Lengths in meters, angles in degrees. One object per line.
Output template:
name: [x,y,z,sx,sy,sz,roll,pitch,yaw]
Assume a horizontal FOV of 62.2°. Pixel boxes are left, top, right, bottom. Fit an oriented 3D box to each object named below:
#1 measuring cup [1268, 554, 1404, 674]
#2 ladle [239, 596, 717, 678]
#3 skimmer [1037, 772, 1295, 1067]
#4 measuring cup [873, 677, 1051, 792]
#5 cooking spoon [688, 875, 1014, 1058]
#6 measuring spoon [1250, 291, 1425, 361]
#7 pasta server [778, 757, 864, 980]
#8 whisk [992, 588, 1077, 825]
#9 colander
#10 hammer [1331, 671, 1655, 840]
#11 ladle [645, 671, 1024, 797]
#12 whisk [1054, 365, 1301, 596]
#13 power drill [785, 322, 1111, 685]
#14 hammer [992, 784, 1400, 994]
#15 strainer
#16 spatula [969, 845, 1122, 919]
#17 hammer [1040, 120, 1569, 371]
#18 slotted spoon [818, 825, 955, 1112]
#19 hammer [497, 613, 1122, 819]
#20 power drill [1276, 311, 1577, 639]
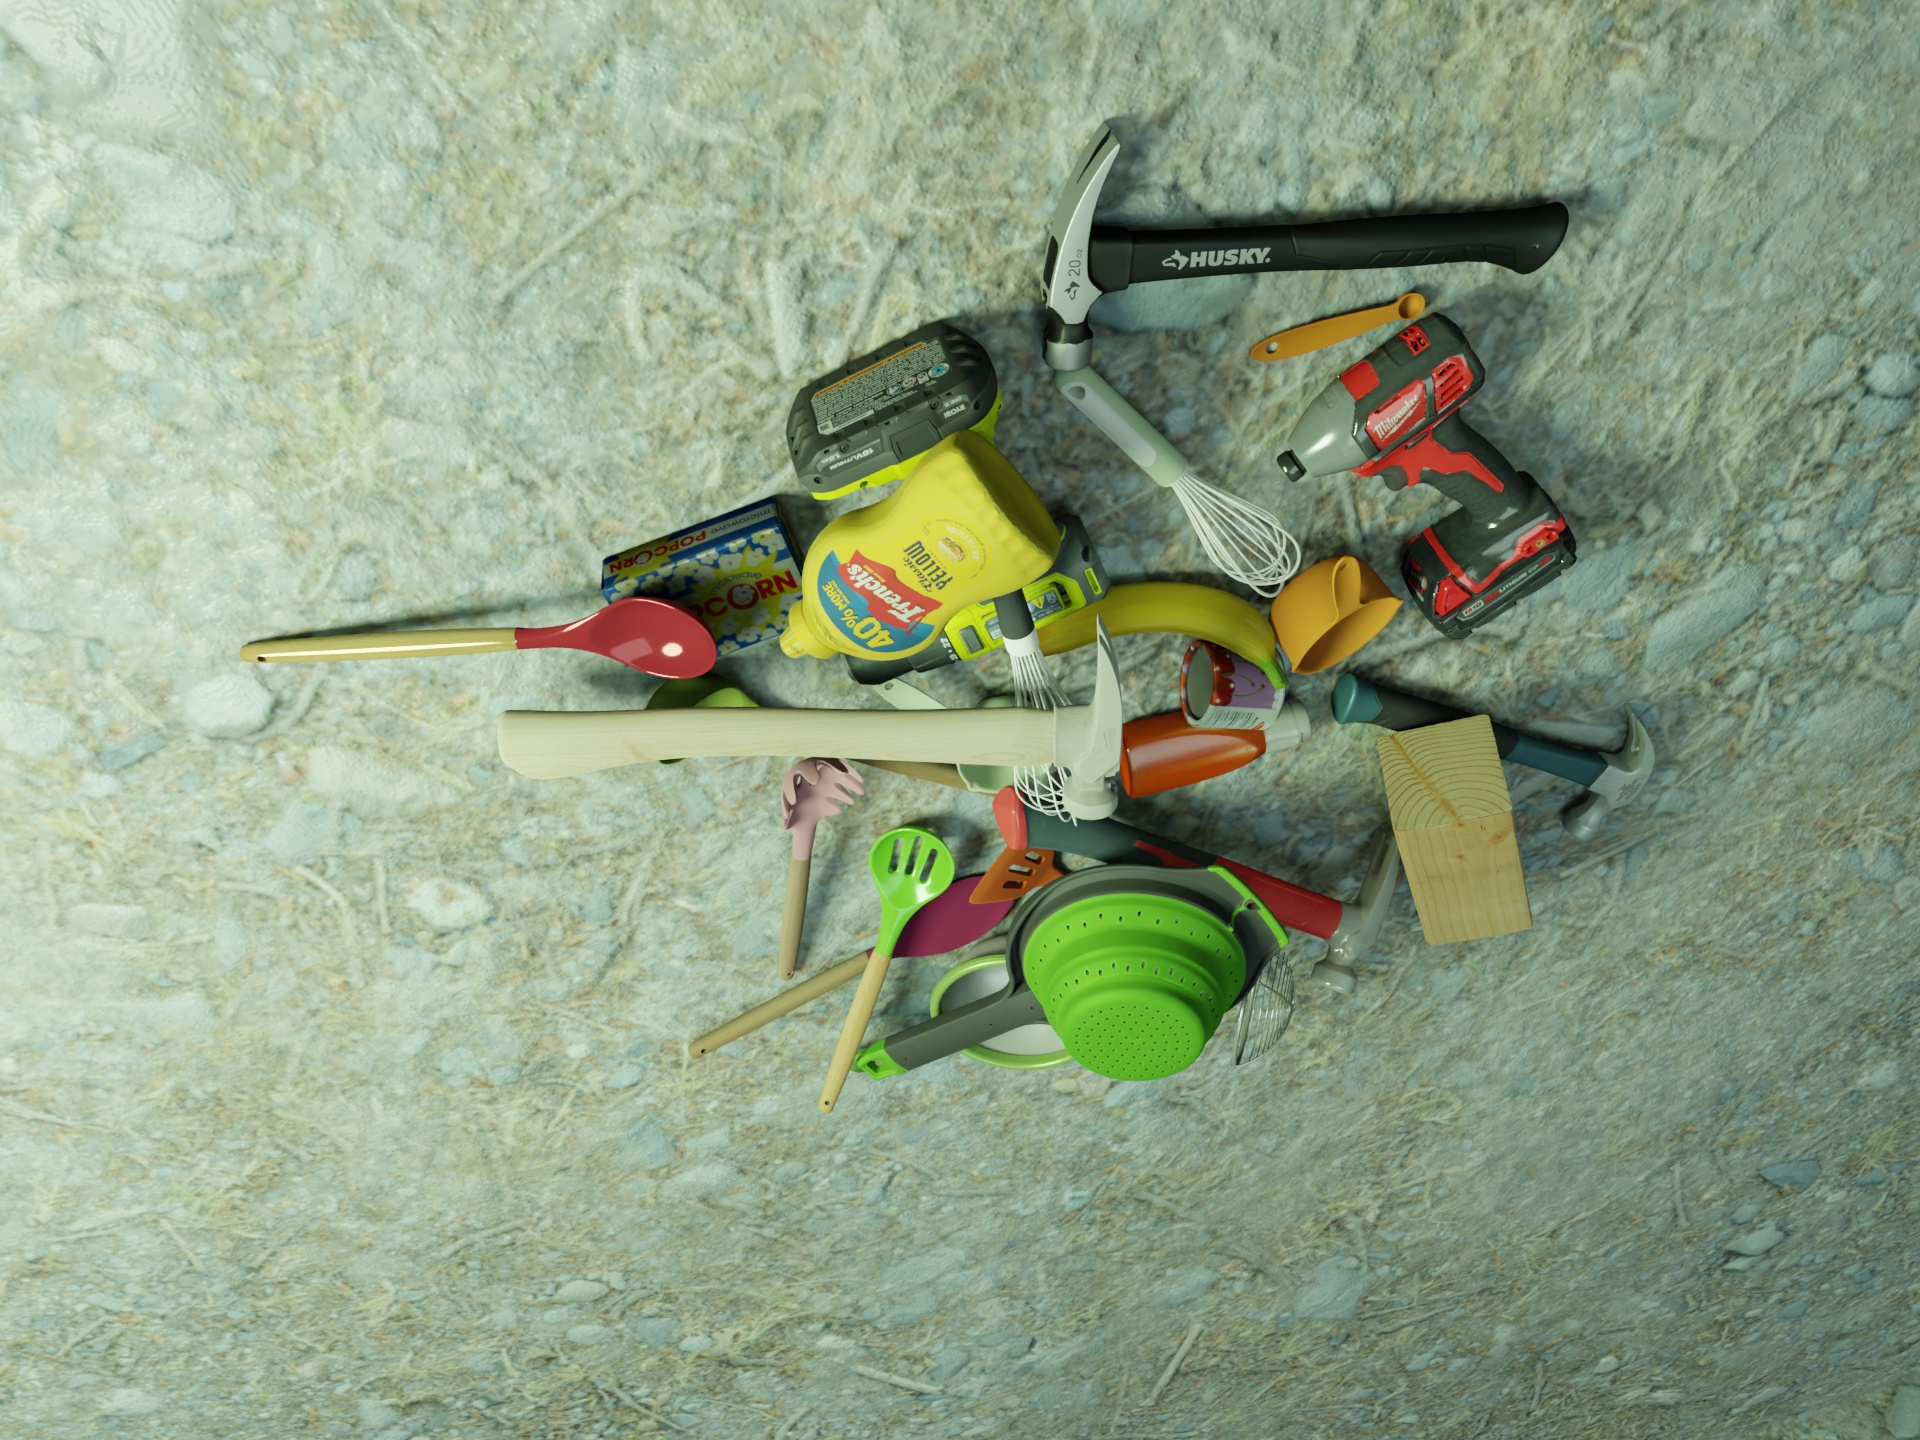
measuring cup: [0.258,-0.094,1.118,0.095,0.052,0.173,-33,156,1]
ladle: [-0.313,-0.050,1.035,0.315,0.031,0.069,-2,134,3]
skimmer: [0.170,0.167,1.352,0.363,0.127,0.090,41,140,-26]
measuring cup: [-0.002,-0.004,1.181,0.167,0.038,0.083,30,118,-31]
cooking spoon: [-0.098,0.214,1.358,0.319,0.017,0.068,-29,127,11]
measuring spoon: [0.246,-0.258,1.042,0.117,0.011,0.021,-16,133,5]
pasta server: [-0.121,0.123,1.225,0.060,0.040,0.316,-17,146,-23]
whisk: [0.048,-0.032,1.071,0.070,0.070,0.284,-18,133,2]
colander: [0.070,0.246,1.271,0.397,0.095,0.204,-28,123,27]
hammer: [0.441,0.018,1.314,0.330,0.033,0.128,14,126,-25]
ladle: [-0.083,0.028,1.176,0.320,0.062,0.078,16,127,-29]
whisk: [0.148,-0.163,1.076,0.058,0.059,0.246,-20,135,42]
power drill: [-0.022,-0.126,1.043,0.190,0.080,0.228,-24,135,6]
hammer: [0.197,0.108,1.285,0.386,0.038,0.143,21,88,-28]
strainer: [0.008,0.249,1.393,0.256,0.069,0.151,-23,125,27]
spatula: [0.133,0.169,1.362,0.322,0.041,0.081,30,102,-35]
hammer: [0.216,-0.297,0.981,0.334,0.035,0.146,-6,132,-9]
slotted spoon: [-0.073,0.211,1.327,0.070,0.031,0.313,18,118,-2]
hammer: [-0.099,0.001,1.045,0.410,0.038,0.146,0,127,2]
power drill: [0.321,-0.163,1.101,0.143,0.079,0.219,-35,127,16]
